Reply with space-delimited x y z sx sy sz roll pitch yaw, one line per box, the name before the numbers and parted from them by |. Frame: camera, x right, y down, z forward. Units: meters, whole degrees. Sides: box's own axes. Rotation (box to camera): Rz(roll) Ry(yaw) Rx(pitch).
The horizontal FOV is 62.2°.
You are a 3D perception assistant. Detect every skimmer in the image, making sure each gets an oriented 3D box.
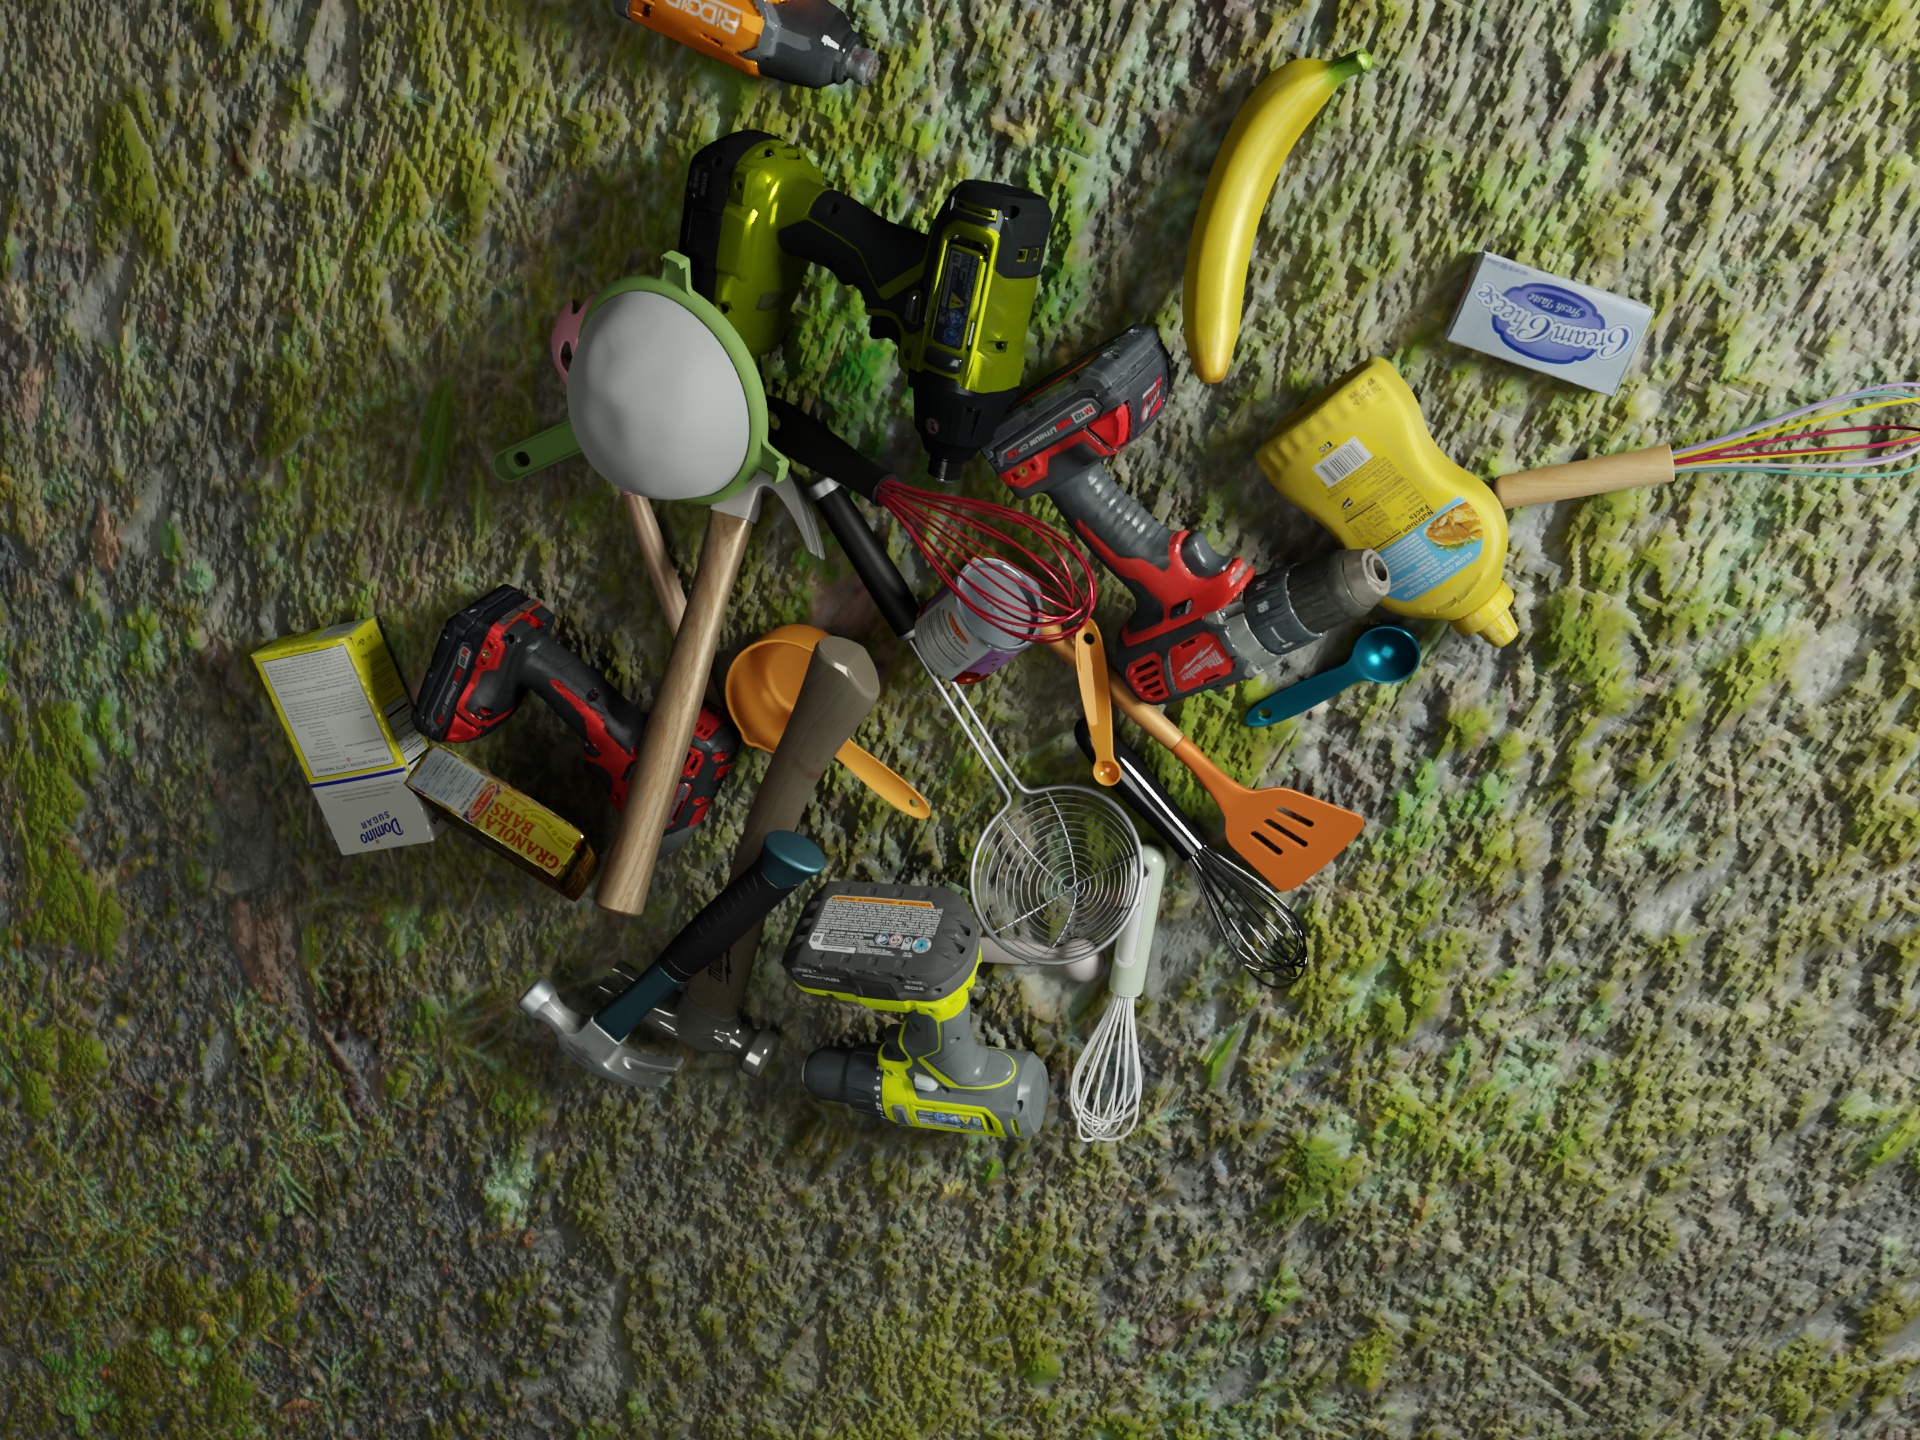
skimmer | -0.002 -0.003 1.075 0.127 0.090 0.363 -30 101 11

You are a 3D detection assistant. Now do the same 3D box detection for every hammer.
hammer | -0.207 0.176 1.179 0.128 0.033 0.331 43 126 -6
hammer | -0.154 0.098 1.152 0.146 0.038 0.410 27 127 3
hammer | -0.184 -0.028 1.078 0.130 0.031 0.331 17 93 13

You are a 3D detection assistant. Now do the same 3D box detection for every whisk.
whisk | 0.118 0.202 1.158 0.058 0.059 0.246 23 115 36
whisk | 0.159 0.090 1.099 0.055 0.055 0.239 -40 93 26
whisk | 0.438 -0.152 0.926 0.245 0.047 0.051 -8 98 23
whisk | -0.034 -0.135 1.002 0.296 0.073 0.073 35 120 27

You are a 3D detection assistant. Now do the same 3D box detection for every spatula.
spatula | 0.130 -0.004 1.081 0.322 0.041 0.081 42 116 0

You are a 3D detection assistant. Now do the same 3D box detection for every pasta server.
pasta server | -0.217 -0.138 1.116 0.060 0.040 0.316 -9 114 18

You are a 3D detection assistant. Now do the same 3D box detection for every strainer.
strainer | -0.238 -0.186 1.023 0.256 0.069 0.151 -12 111 39

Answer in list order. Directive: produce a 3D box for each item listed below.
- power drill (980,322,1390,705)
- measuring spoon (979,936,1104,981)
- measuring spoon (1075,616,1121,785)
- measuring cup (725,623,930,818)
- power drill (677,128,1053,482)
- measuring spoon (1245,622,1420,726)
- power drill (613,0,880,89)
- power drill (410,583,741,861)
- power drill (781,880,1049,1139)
power drill | 0.137 -0.124 0.974 0.188 0.080 0.226 -23 108 42
measuring spoon | 0.044 0.176 1.180 0.124 0.018 0.034 3 113 15
measuring spoon | 0.093 -0.013 1.064 0.021 0.011 0.117 -3 105 23
measuring cup | -0.084 0.003 1.124 0.173 0.052 0.095 40 116 -6
power drill | -0.062 -0.253 0.956 0.223 0.080 0.171 26 118 25
measuring spoon | 0.242 -0.029 1.045 0.128 0.021 0.042 -29 110 33
power drill | -0.095 -0.484 0.907 0.164 0.084 0.226 26 121 2
power drill | -0.278 0.010 1.159 0.219 0.078 0.143 31 119 2
power drill | -0.048 0.220 1.162 0.190 0.080 0.228 2 135 20
